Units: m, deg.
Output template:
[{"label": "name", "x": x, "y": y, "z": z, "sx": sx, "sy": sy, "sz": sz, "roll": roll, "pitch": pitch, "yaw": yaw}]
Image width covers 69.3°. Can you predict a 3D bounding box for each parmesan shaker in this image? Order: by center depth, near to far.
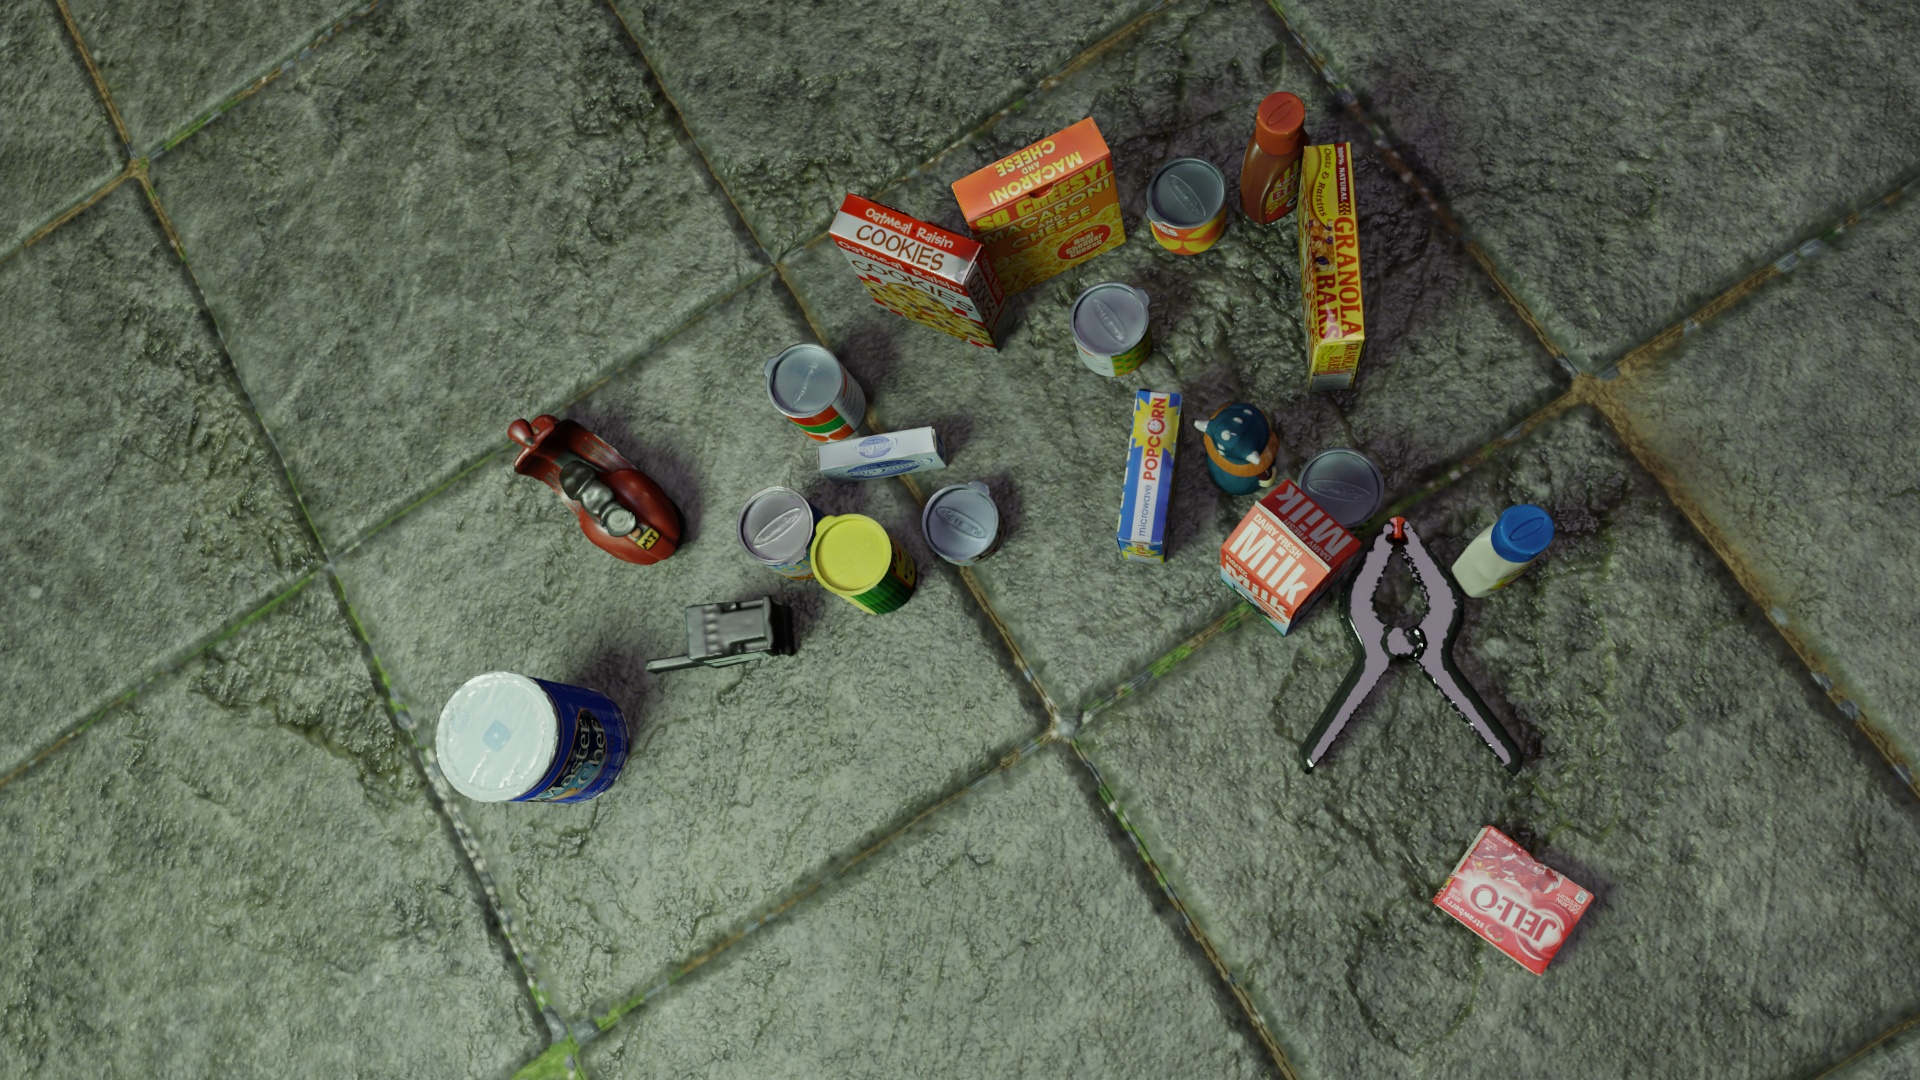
[{"label": "parmesan shaker", "x": -0.079, "y": 0.019, "z": 1.150, "sx": 0.071, "sy": 0.103, "sz": 0.071, "roll": -2, "pitch": 78, "yaw": 11}]

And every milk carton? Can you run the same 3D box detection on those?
[{"label": "milk carton", "x": 0.245, "y": 0.013, "z": 1.044, "sx": 0.073, "sy": 0.190, "sz": 0.072, "roll": -46, "pitch": 74, "yaw": -1}]

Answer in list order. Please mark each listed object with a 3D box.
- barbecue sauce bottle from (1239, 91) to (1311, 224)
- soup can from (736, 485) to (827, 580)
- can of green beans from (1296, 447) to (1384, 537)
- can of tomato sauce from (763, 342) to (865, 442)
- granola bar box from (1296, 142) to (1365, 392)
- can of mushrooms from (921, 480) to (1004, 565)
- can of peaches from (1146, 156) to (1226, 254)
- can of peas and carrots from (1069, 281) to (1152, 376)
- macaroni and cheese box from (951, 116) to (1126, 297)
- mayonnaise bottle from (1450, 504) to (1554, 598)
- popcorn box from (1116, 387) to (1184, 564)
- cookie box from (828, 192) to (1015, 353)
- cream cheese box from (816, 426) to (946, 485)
[{"label": "barbecue sauce bottle", "x": 0.259, "y": -0.314, "z": 1.134, "sx": 0.065, "sy": 0.148, "sz": 0.044, "roll": -42, "pitch": 74, "yaw": 0}, {"label": "soup can", "x": -0.143, "y": -0.002, "z": 1.177, "sx": 0.071, "sy": 0.083, "sz": 0.071, "roll": -2, "pitch": 78, "yaw": 10}, {"label": "can of green beans", "x": 0.302, "y": -0.036, "z": 1.112, "sx": 0.071, "sy": 0.057, "sz": 0.071, "roll": -2, "pitch": 78, "yaw": 10}, {"label": "can of tomato sauce", "x": -0.125, "y": -0.127, "z": 1.200, "sx": 0.071, "sy": 0.083, "sz": 0.071, "roll": -2, "pitch": 78, "yaw": 10}, {"label": "granola bar box", "x": 0.297, "y": -0.216, "z": 1.118, "sx": 0.039, "sy": 0.124, "sz": 0.166, "roll": -3, "pitch": 78, "yaw": 10}, {"label": "can of mushrooms", "x": 0.004, "y": -0.015, "z": 1.177, "sx": 0.071, "sy": 0.033, "sz": 0.071, "roll": -2, "pitch": 78, "yaw": 10}, {"label": "can of peaches", "x": 0.192, "y": -0.284, "z": 1.187, "sx": 0.071, "sy": 0.058, "sz": 0.071, "roll": -2, "pitch": 78, "yaw": 10}, {"label": "can of peas and carrots", "x": 0.130, "y": -0.180, "z": 1.176, "sx": 0.071, "sy": 0.058, "sz": 0.071, "roll": -2, "pitch": 78, "yaw": 10}, {"label": "macaroni and cheese box", "x": 0.070, "y": -0.270, "z": 1.151, "sx": 0.124, "sy": 0.166, "sz": 0.040, "roll": -25, "pitch": 75, "yaw": 5}, {"label": "mayonnaise bottle", "x": 0.408, "y": 0.007, "z": 1.036, "sx": 0.065, "sy": 0.148, "sz": 0.041, "roll": -32, "pitch": 75, "yaw": 3}, {"label": "popcorn box", "x": 0.155, "y": -0.050, "z": 1.129, "sx": 0.038, "sy": 0.085, "sz": 0.127, "roll": 7, "pitch": 80, "yaw": 12}, {"label": "cookie box", "x": -0.028, "y": -0.221, "z": 1.158, "sx": 0.123, "sy": 0.167, "sz": 0.040, "roll": 24, "pitch": 84, "yaw": 15}, {"label": "cream cheese box", "x": -0.066, "y": -0.072, "z": 1.193, "sx": 0.104, "sy": 0.053, "sz": 0.024, "roll": -9, "pitch": 77, "yaw": 9}]
